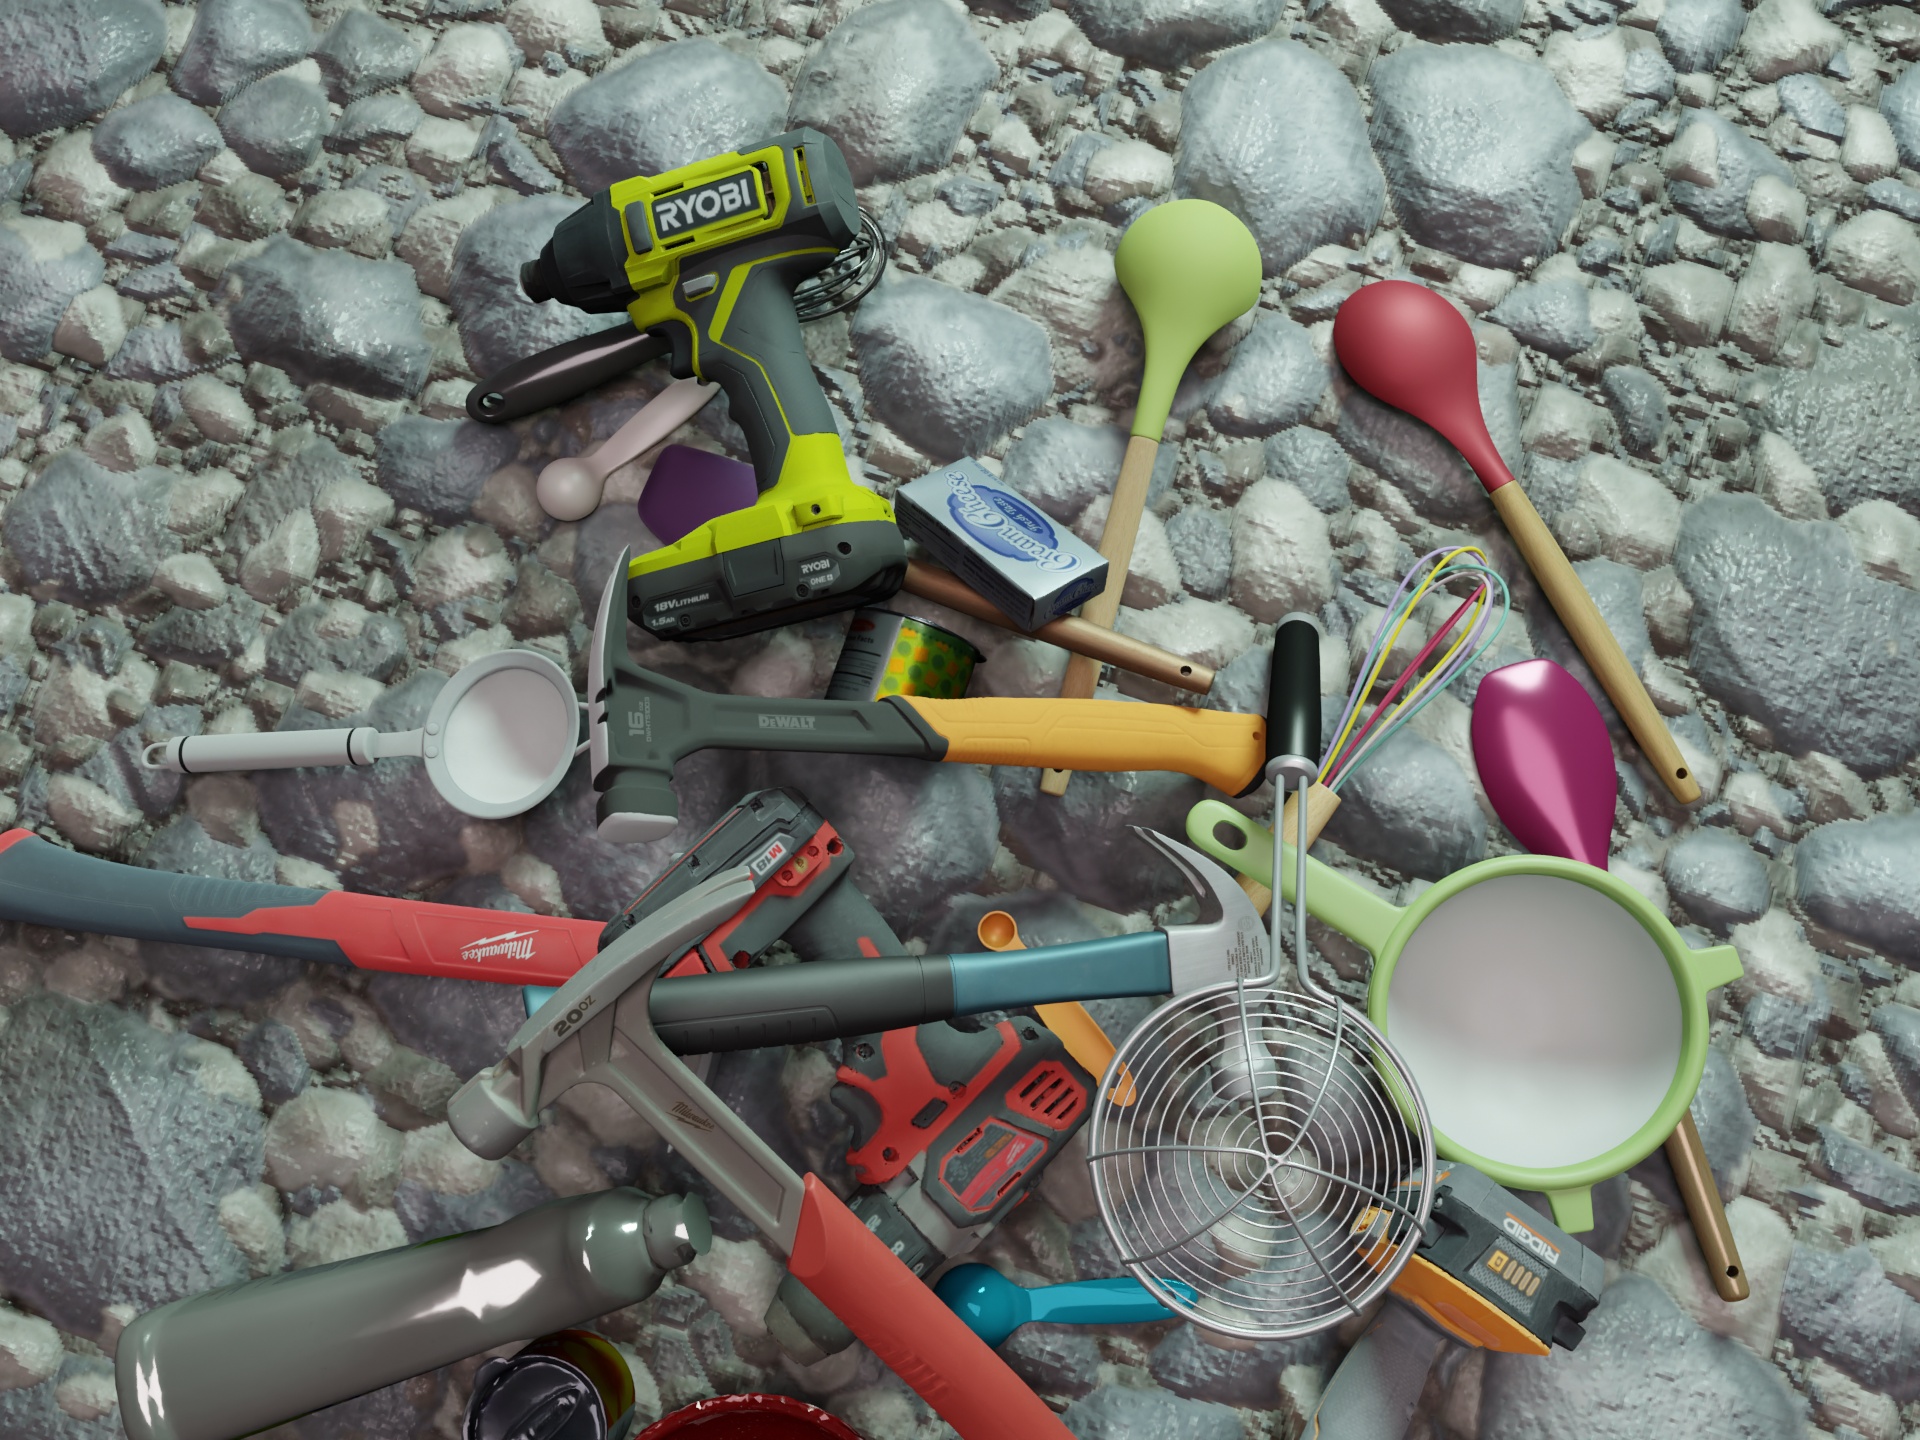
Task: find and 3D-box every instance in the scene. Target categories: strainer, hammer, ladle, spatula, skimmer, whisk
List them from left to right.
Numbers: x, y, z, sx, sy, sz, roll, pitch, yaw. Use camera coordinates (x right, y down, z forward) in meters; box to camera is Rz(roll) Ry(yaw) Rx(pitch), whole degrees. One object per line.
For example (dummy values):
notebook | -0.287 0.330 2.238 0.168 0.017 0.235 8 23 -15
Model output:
hammer | -0.306 0.118 0.784 0.386 0.038 0.143 6 82 2
strainer | -0.292 0.012 0.802 0.258 0.050 0.087 -3 74 7
whisk | -0.151 -0.210 0.835 0.239 0.055 0.055 -23 80 1
hammer | -0.037 0.229 0.673 0.149 0.037 0.358 -40 110 0
spatula | -0.023 -0.070 0.806 0.316 0.018 0.060 20 82 13
hammer | -0.018 0.119 0.691 0.331 0.033 0.128 -4 90 -15
hammer | -0.001 -0.002 0.732 0.336 0.034 0.127 4 65 -24
ladle | 0.087 -0.117 0.821 0.078 0.062 0.320 15 87 2
skimmer | 0.135 0.082 0.687 0.127 0.090 0.364 10 37 6
whisk | 0.195 0.018 0.791 0.051 0.047 0.245 34 87 19
strainer | 0.219 0.113 0.758 0.256 0.069 0.151 31 87 9
ladle | 0.290 -0.096 0.815 0.069 0.031 0.315 -28 82 -4

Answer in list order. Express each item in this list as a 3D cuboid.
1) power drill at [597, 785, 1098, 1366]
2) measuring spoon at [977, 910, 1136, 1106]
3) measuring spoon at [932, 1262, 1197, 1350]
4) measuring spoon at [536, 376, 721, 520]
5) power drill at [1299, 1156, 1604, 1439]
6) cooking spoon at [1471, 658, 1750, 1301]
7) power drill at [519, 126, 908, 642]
power drill | -0.068 0.162 0.731 0.188 0.080 0.226 -43 96 -12
measuring spoon | 0.048 0.143 0.787 0.021 0.011 0.117 -38 85 -5
measuring spoon | 0.049 0.278 0.754 0.128 0.021 0.042 -4 80 2
measuring spoon | -0.173 -0.152 0.838 0.124 0.018 0.034 -41 81 -6
power drill | 0.176 0.301 0.669 0.084 0.185 0.226 35 80 8
cooking spoon | 0.324 0.122 0.778 0.069 0.017 0.319 -16 79 0
power drill | -0.120 -0.156 0.777 0.171 0.080 0.223 -13 88 14
